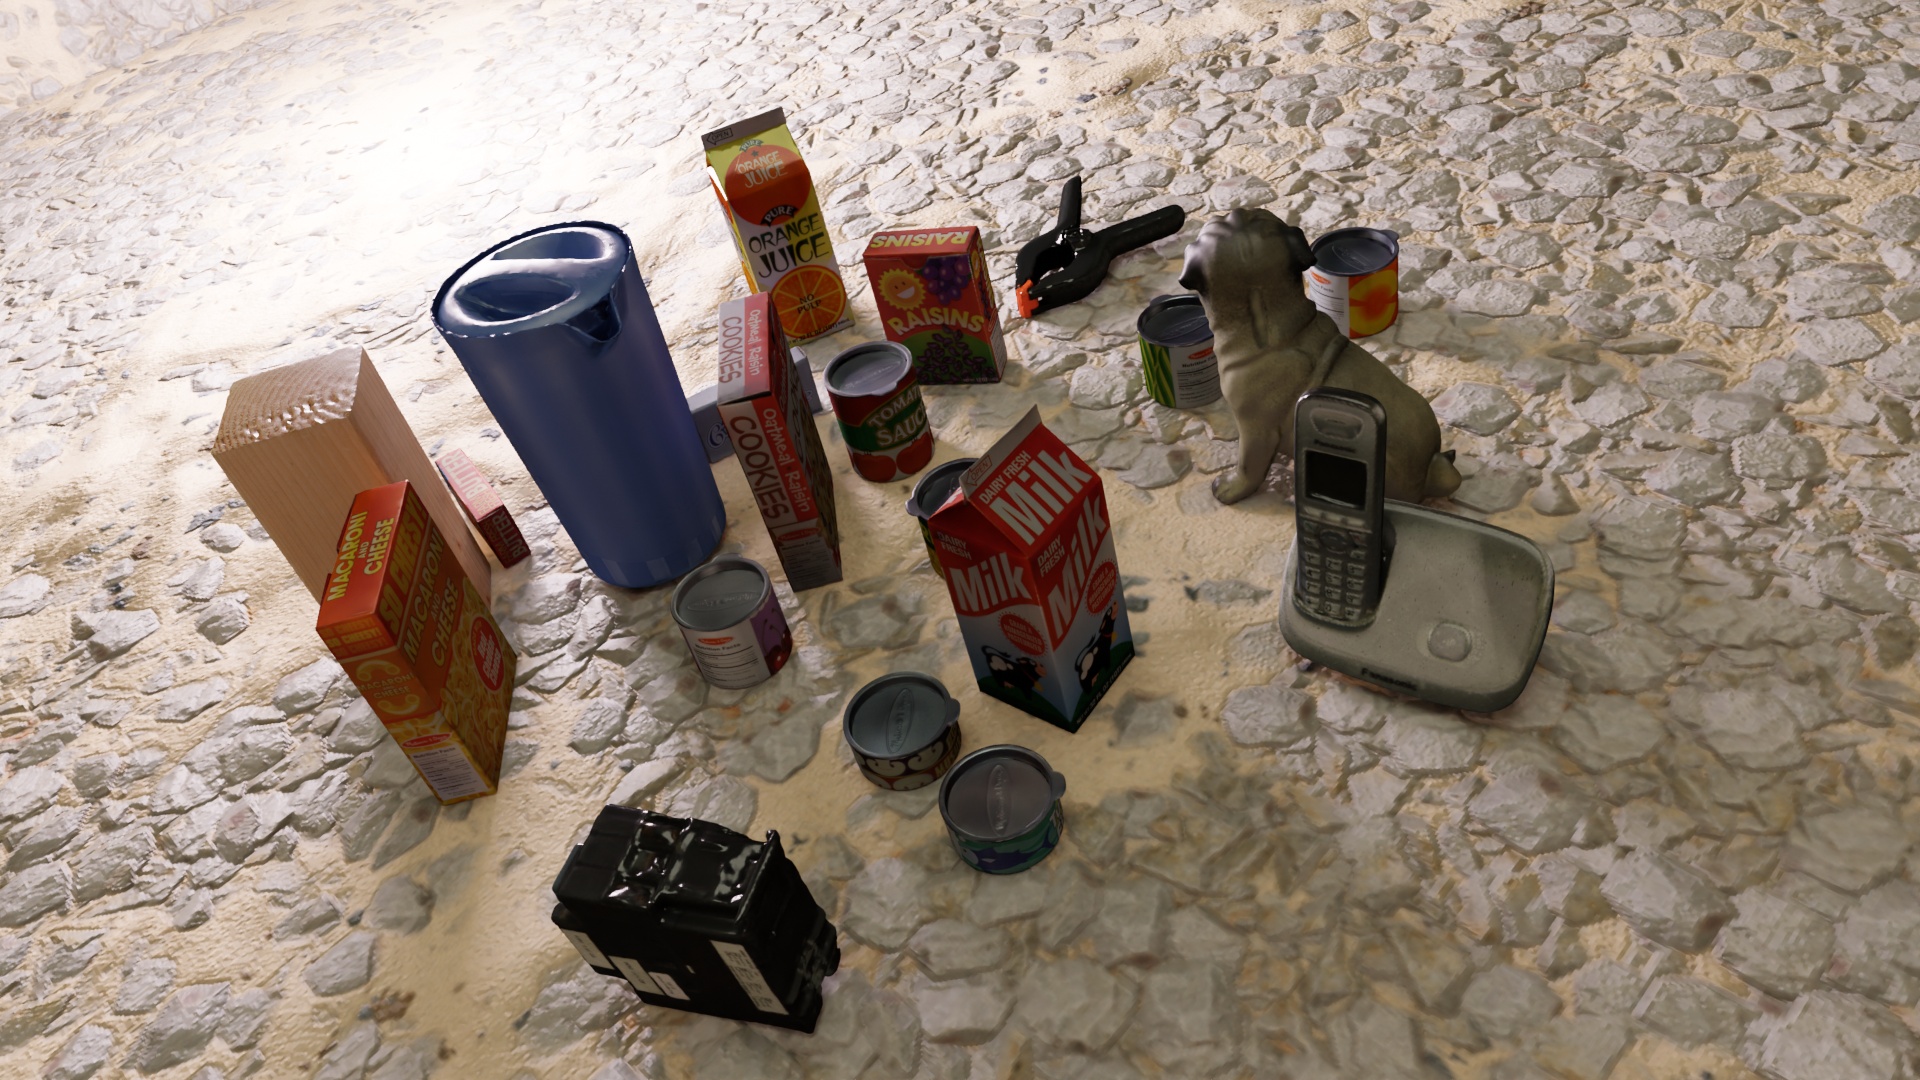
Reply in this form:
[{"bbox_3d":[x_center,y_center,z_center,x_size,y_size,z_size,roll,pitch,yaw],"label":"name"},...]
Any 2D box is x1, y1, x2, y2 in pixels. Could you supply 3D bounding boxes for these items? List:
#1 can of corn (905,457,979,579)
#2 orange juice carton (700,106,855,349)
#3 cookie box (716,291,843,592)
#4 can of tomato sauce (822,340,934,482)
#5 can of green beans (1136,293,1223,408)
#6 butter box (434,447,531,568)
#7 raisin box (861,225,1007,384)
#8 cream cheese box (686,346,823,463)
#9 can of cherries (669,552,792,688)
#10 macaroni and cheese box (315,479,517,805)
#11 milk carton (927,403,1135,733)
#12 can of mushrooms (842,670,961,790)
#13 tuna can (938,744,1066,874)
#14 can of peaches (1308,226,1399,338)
[{"bbox_3d":[0.003,-0.012,0.933,0.071,0.058,0.071,-9,42,8],"label":"can of corn"},{"bbox_3d":[-0.153,-0.261,1.154,0.072,0.191,0.073,-24,42,-9],"label":"orange juice carton"},{"bbox_3d":[-0.122,-0.067,0.950,0.040,0.166,0.123,-14,41,2],"label":"cookie box"},{"bbox_3d":[-0.057,-0.094,1.023,0.071,0.082,0.071,-9,42,8],"label":"can of tomato sauce"},{"bbox_3d":[0.166,-0.140,1.026,0.071,0.057,0.071,-9,42,8],"label":"can of green beans"},{"bbox_3d":[-0.366,-0.025,1.063,0.024,0.053,0.104,-33,44,-19],"label":"butter box"},{"bbox_3d":[-0.018,-0.180,1.076,0.086,0.122,0.040,1,44,18],"label":"raisin box"},{"bbox_3d":[-0.162,-0.106,1.090,0.104,0.053,0.024,-28,43,-14],"label":"cream cheese box"},{"bbox_3d":[-0.148,0.052,0.908,0.071,0.058,0.072,-9,42,8],"label":"can of cherries"},{"bbox_3d":[-0.335,0.065,0.868,0.040,0.165,0.124,-14,41,2],"label":"macaroni and cheese box"},{"bbox_3d":[0.040,0.015,0.793,0.073,0.189,0.073,20,52,34],"label":"milk carton"},{"bbox_3d":[-0.032,0.113,0.825,0.071,0.033,0.071,-8,42,8],"label":"can of mushrooms"},{"bbox_3d":[0.026,0.148,0.769,0.071,0.032,0.071,-8,42,8],"label":"tuna can"},{"bbox_3d":[0.299,-0.195,1.048,0.071,0.057,0.071,-9,42,8],"label":"can of peaches"}]
